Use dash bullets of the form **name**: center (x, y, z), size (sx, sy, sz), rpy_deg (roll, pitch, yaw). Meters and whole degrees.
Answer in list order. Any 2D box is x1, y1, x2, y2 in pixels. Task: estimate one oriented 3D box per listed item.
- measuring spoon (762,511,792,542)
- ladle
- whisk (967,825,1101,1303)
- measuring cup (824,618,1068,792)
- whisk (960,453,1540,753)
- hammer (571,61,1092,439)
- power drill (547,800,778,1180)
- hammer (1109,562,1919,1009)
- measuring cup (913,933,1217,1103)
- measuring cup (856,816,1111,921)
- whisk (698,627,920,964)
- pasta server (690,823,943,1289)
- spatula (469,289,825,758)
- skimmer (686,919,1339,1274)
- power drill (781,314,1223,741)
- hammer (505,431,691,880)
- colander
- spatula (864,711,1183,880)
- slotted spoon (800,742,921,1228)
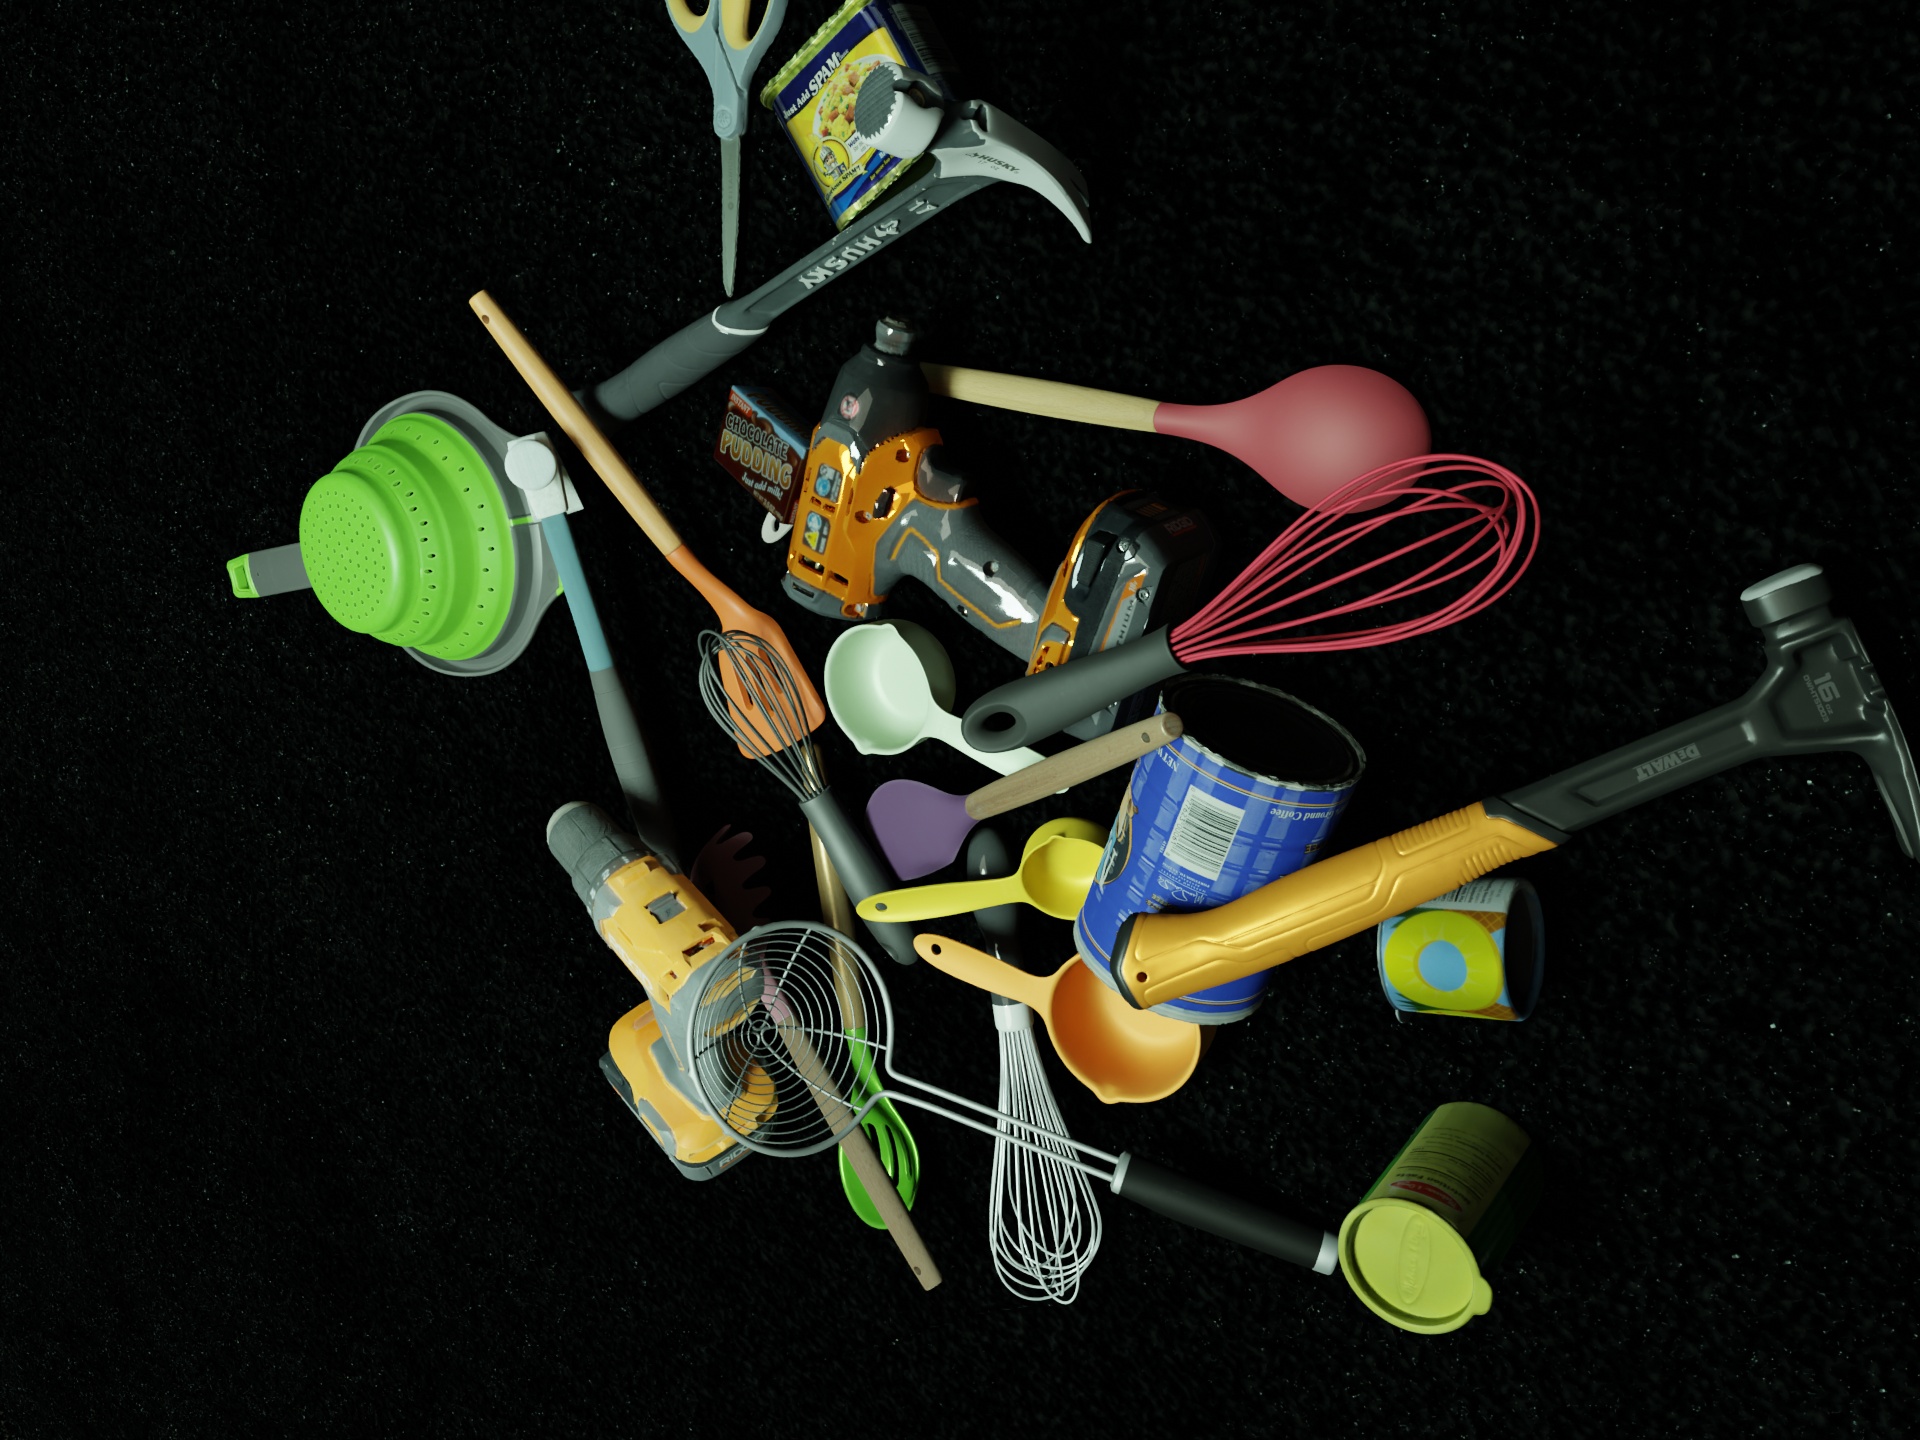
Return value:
- **measuring spoon**: center (-0.081, -0.140, 0.929), size (0.124, 0.018, 0.034), rpy_deg (-40, 66, 44)
- **ladle**: center (0.079, -0.157, 0.797), size (0.316, 0.031, 0.069), rpy_deg (17, 116, 33)
- **whisk**: center (0.036, 0.201, 0.921), size (0.070, 0.070, 0.284), rpy_deg (-4, 97, 37)
- **measuring cup**: center (-0.001, -0.003, 0.896), size (0.168, 0.038, 0.083), rpy_deg (27, 118, 25)
- **whisk**: center (0.113, -0.040, 0.701), size (0.296, 0.073, 0.073), rpy_deg (-23, 90, 36)
- **hammer**: center (-0.103, -0.226, 0.864), size (0.409, 0.149, 0.036), rpy_deg (-15, 74, 47)
- **power drill**: center (-0.193, 0.168, 1.013), size (0.185, 0.084, 0.226), rpy_deg (40, 146, 32)
- **hammer**: center (0.222, 0.059, 0.681), size (0.337, 0.034, 0.127), rpy_deg (-25, 90, 18)
- **measuring cup**: center (0.059, 0.143, 0.876), size (0.174, 0.052, 0.095), rpy_deg (18, 112, 25)
- **measuring cup**: center (0.016, 0.088, 0.884), size (0.156, 0.029, 0.062), rpy_deg (-11, 121, 19)
- **whisk**: center (-0.089, 0.047, 0.954), size (0.055, 0.055, 0.239), rpy_deg (-22, 102, 38)
- **pasta server**: center (-0.091, 0.209, 1.003), size (0.316, 0.040, 0.060), rpy_deg (58, 136, 13)
- **spatula**: center (-0.193, -0.120, 0.964), size (0.081, 0.041, 0.322), rpy_deg (-25, 108, 38)
- **skimmer**: center (0.030, 0.216, 0.852), size (0.363, 0.127, 0.090), rpy_deg (19, 158, 11)
- **power drill**: center (0.014, -0.101, 0.818), size (0.227, 0.084, 0.164), rpy_deg (28, 120, 24)
- **hammer**: center (-0.226, -0.022, 1.024), size (0.128, 0.033, 0.331), rpy_deg (-134, 28, -72)
- **colander**: center (-0.454, -0.118, 1.153), size (0.397, 0.094, 0.204), rpy_deg (-4, 102, 37)
- **spatula**: center (0.020, 0.038, 0.845), size (0.316, 0.018, 0.060), rpy_deg (-26, 90, 58)
- **slotted spoon**: center (-0.068, 0.168, 1.004), size (0.070, 0.031, 0.313), rpy_deg (-2, 101, 40)
